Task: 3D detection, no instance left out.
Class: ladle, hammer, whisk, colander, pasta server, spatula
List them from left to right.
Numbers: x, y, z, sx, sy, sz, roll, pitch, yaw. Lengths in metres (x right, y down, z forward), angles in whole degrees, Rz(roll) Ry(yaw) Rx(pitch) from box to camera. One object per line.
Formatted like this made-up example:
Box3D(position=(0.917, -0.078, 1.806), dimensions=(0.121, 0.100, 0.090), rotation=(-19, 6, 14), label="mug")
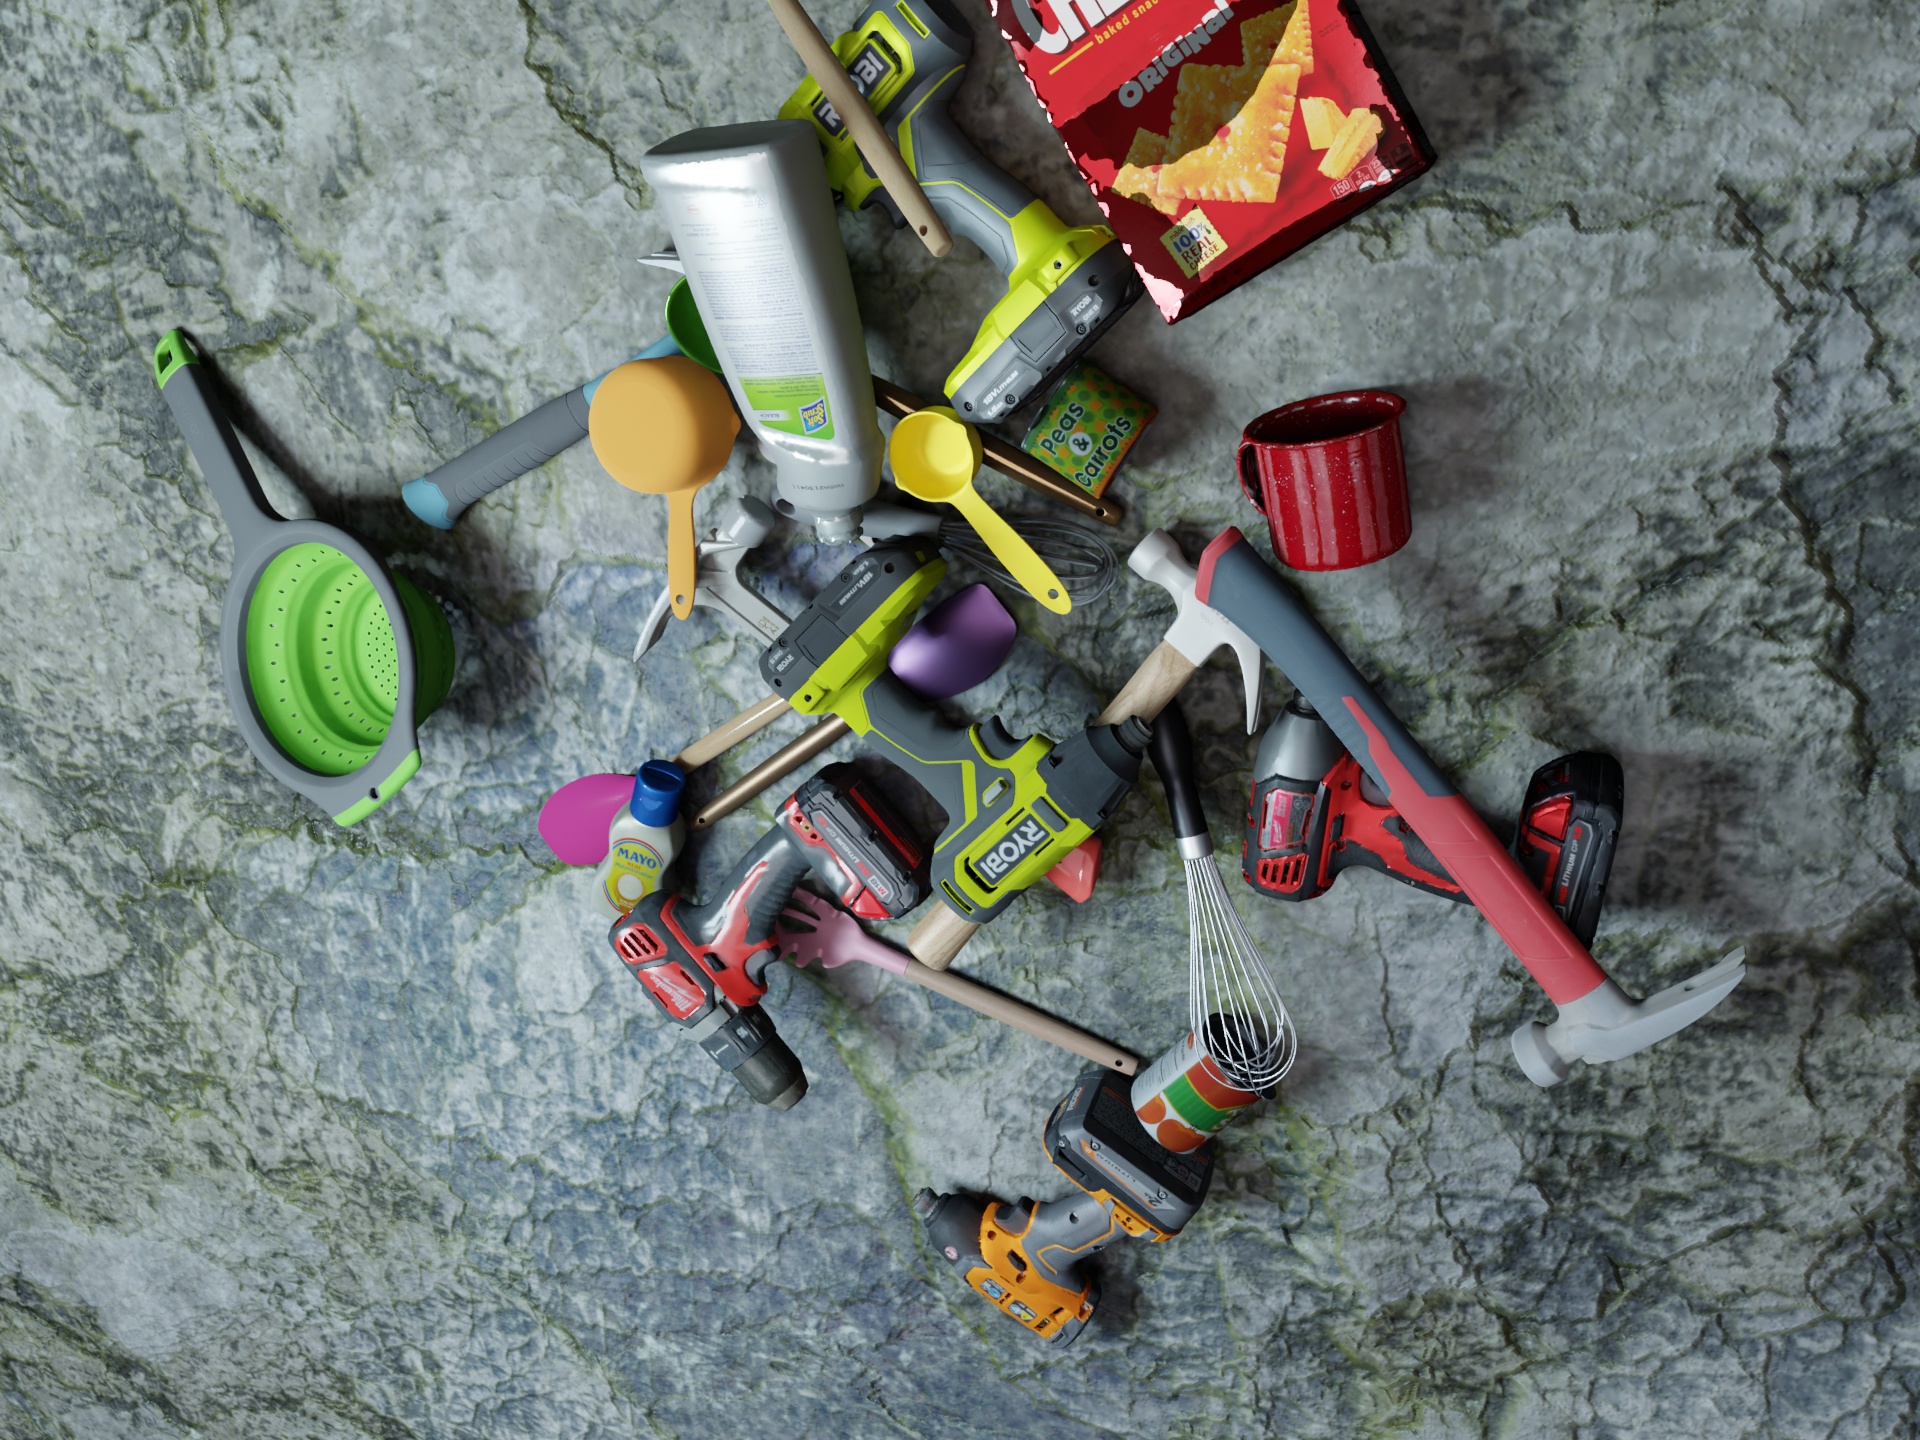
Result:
Box3D(position=(-0.486, -0.119, 1.196), dimensions=(0.204, 0.094, 0.397), rotation=(-33, 81, 29), label="colander")
Box3D(position=(-0.260, -0.211, 1.094), dimensions=(0.331, 0.033, 0.128), rotation=(-22, 105, 27), label="hammer")
Box3D(position=(-0.097, -0.385, 0.888), dimensions=(0.078, 0.062, 0.320), rotation=(-44, 72, 43), label="ladle")
Box3D(position=(-0.086, 0.004, 1.136), dimensions=(0.316, 0.018, 0.059), rotation=(-33, 100, 28), label="spatula")
Box3D(position=(-0.052, 0.009, 1.098), dimensions=(0.359, 0.037, 0.149), rotation=(39, 119, -4), label="hammer")
Box3D(position=(-0.016, 0.197, 1.187), dimensions=(0.316, 0.040, 0.060), rotation=(23, 101, 8), label="pasta server")
Box3D(position=(-0.013, -0.120, 1.035), dimensions=(0.239, 0.055, 0.055), rotation=(14, 117, 13), label="whisk")
Box3D(position=(0.075, 0.042, 1.041), dimensions=(0.130, 0.031, 0.331), rotation=(42, 110, 10), label="hammer")
Box3D(position=(0.164, 0.114, 1.056), dimensions=(0.070, 0.070, 0.284), rotation=(-14, 95, 24), label="whisk")
Box3D(position=(0.281, 0.035, 0.925), dimensions=(0.143, 0.038, 0.386), rotation=(-38, 92, 32), label="hammer")

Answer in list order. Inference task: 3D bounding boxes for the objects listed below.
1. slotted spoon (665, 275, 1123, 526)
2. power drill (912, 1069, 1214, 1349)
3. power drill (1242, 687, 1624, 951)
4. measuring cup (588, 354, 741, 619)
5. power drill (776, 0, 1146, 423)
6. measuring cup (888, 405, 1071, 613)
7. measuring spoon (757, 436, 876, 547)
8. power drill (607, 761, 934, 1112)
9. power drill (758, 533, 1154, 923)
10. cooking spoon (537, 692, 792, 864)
Box3D(position=(-0.038, -0.198, 1.004), dimensions=(0.313, 0.031, 0.070), rotation=(27, 118, -4), label="slotted spoon")
Box3D(position=(0.070, 0.368, 1.210), dimensions=(0.164, 0.084, 0.226), rotation=(36, 124, 2), label="power drill")
Box3D(position=(0.291, 0.059, 0.996), dimensions=(0.220, 0.078, 0.143), rotation=(11, 116, 18), label="power drill")
Box3D(position=(-0.195, -0.148, 1.031), dimensions=(0.095, 0.052, 0.173), rotation=(4, 102, 21), label="measuring cup")
Box3D(position=(-0.020, -0.291, 0.949), dimensions=(0.228, 0.080, 0.190), rotation=(48, 118, -2), label="power drill")
Box3D(position=(0.019, -0.130, 0.987), dimensions=(0.062, 0.029, 0.156), rotation=(-37, 99, 33), label="measuring cup")
Box3D(position=(-0.090, -0.154, 1.067), dimensions=(0.124, 0.018, 0.034), rotation=(45, 119, -5), label="measuring spoon")
Box3D(position=(-0.121, 0.160, 1.147), dimensions=(0.226, 0.080, 0.188), rotation=(-40, 92, 14), label="power drill")
Box3D(position=(-0.002, -0.003, 1.001), dimensions=(0.223, 0.080, 0.171), rotation=(46, 112, 0), label="power drill")
Box3D(position=(-0.208, 0.032, 1.192), dimensions=(0.319, 0.017, 0.068), rotation=(-30, 102, 29), label="cooking spoon")
